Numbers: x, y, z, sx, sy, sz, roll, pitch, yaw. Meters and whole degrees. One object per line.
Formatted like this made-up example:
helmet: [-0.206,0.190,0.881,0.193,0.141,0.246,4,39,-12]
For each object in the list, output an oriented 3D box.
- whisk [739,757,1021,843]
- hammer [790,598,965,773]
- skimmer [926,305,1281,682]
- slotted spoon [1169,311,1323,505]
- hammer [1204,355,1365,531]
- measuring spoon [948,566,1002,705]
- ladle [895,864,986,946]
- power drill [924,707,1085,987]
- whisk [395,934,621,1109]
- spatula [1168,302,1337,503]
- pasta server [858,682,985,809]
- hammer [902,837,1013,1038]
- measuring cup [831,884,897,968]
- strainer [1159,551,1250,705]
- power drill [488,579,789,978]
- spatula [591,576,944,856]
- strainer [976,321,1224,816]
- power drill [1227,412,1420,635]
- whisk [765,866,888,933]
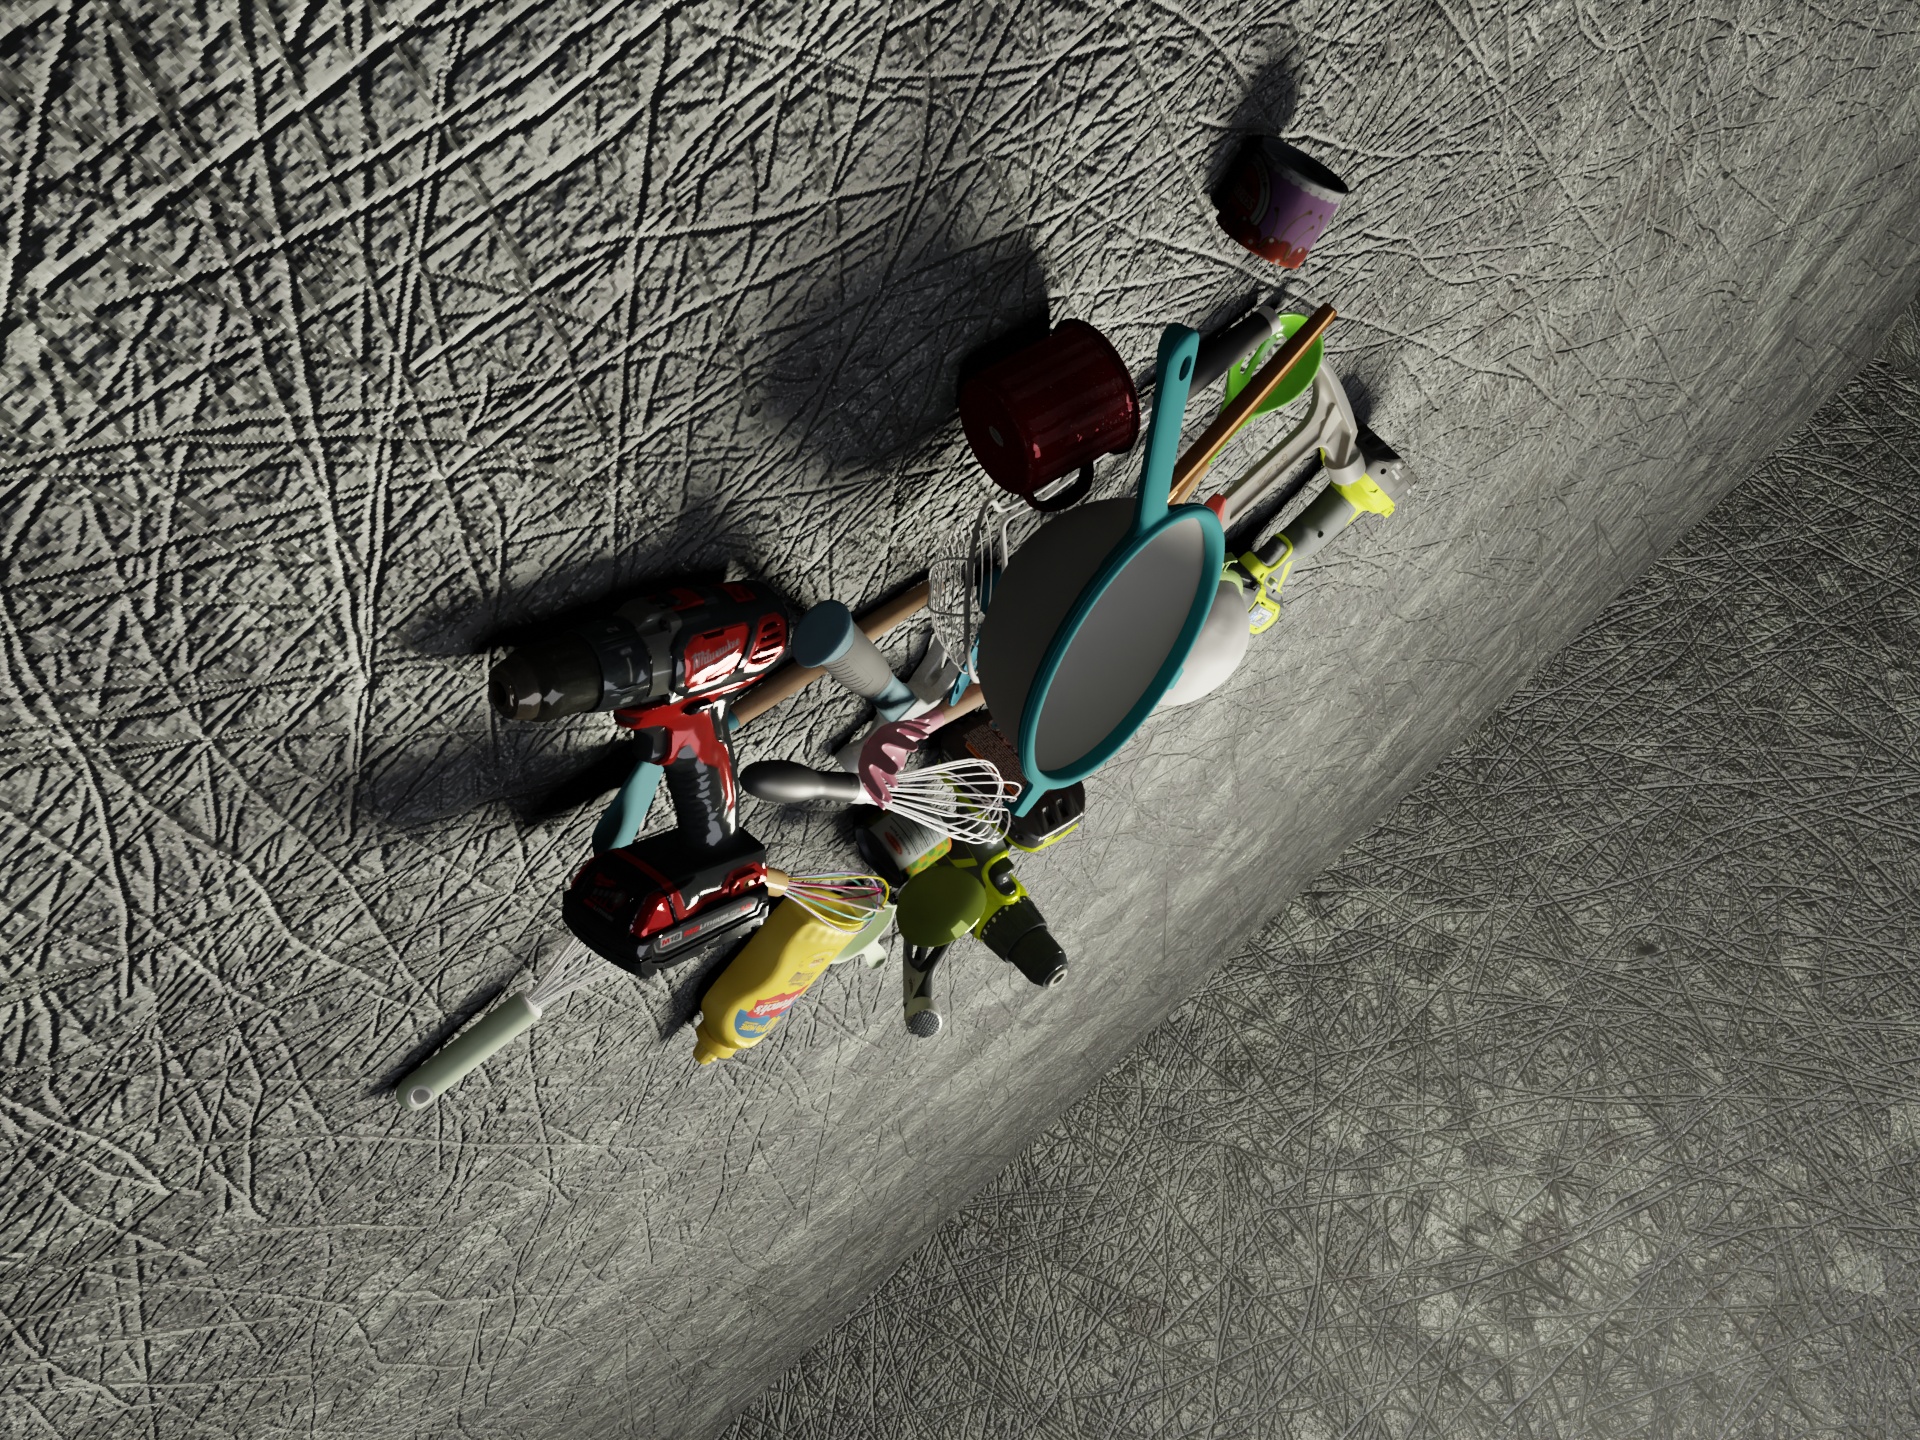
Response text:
whisk: [-0.055,0.051,1.181,0.284,0.070,0.070,9,125,-49]
hammer: [-0.063,-0.028,1.097,0.128,0.033,0.331,-45,169,-1]
skimmer: [0.114,-0.172,1.137,0.363,0.090,0.127,-39,152,-13]
slotted spoon: [0.171,-0.184,1.239,0.070,0.031,0.314,34,97,-24]
hammer: [0.178,-0.146,1.291,0.359,0.037,0.149,-42,132,-5]
measuring spoon: [0.008,-0.063,1.178,0.042,0.021,0.129,80,29,-53]
ladle: [-0.031,0.172,1.428,0.078,0.062,0.320,-35,175,-10]
power drill: [0.039,0.117,1.401,0.080,0.191,0.228,-28,149,-29]
whisk: [-0.305,0.199,1.150,0.246,0.059,0.057,-38,121,-5]
spatula: [0.159,-0.190,1.192,0.322,0.041,0.081,-48,-166,13]
pasta server: [-0.002,-0.004,1.222,0.060,0.040,0.316,-61,167,24]
hammer: [0.050,0.112,1.547,0.409,0.036,0.149,-59,-162,16]
measuring cup: [-0.097,0.203,1.519,0.083,0.038,0.167,-40,160,-10]
strainer: [0.160,-0.032,1.401,0.256,0.069,0.151,-35,155,-4]
power drill: [-0.189,0.035,0.940,0.188,0.080,0.226,-20,125,-44]
spatula: [-0.127,-0.007,1.081,0.317,0.044,0.082,-36,159,-22]
strainer: [0.081,-0.111,1.003,0.211,0.095,0.340,-38,149,-35]
power drill: [0.316,-0.178,1.496,0.223,0.080,0.171,-46,158,15]
whisk: [-0.133,0.132,1.295,0.047,0.051,0.244,-28,153,23]
